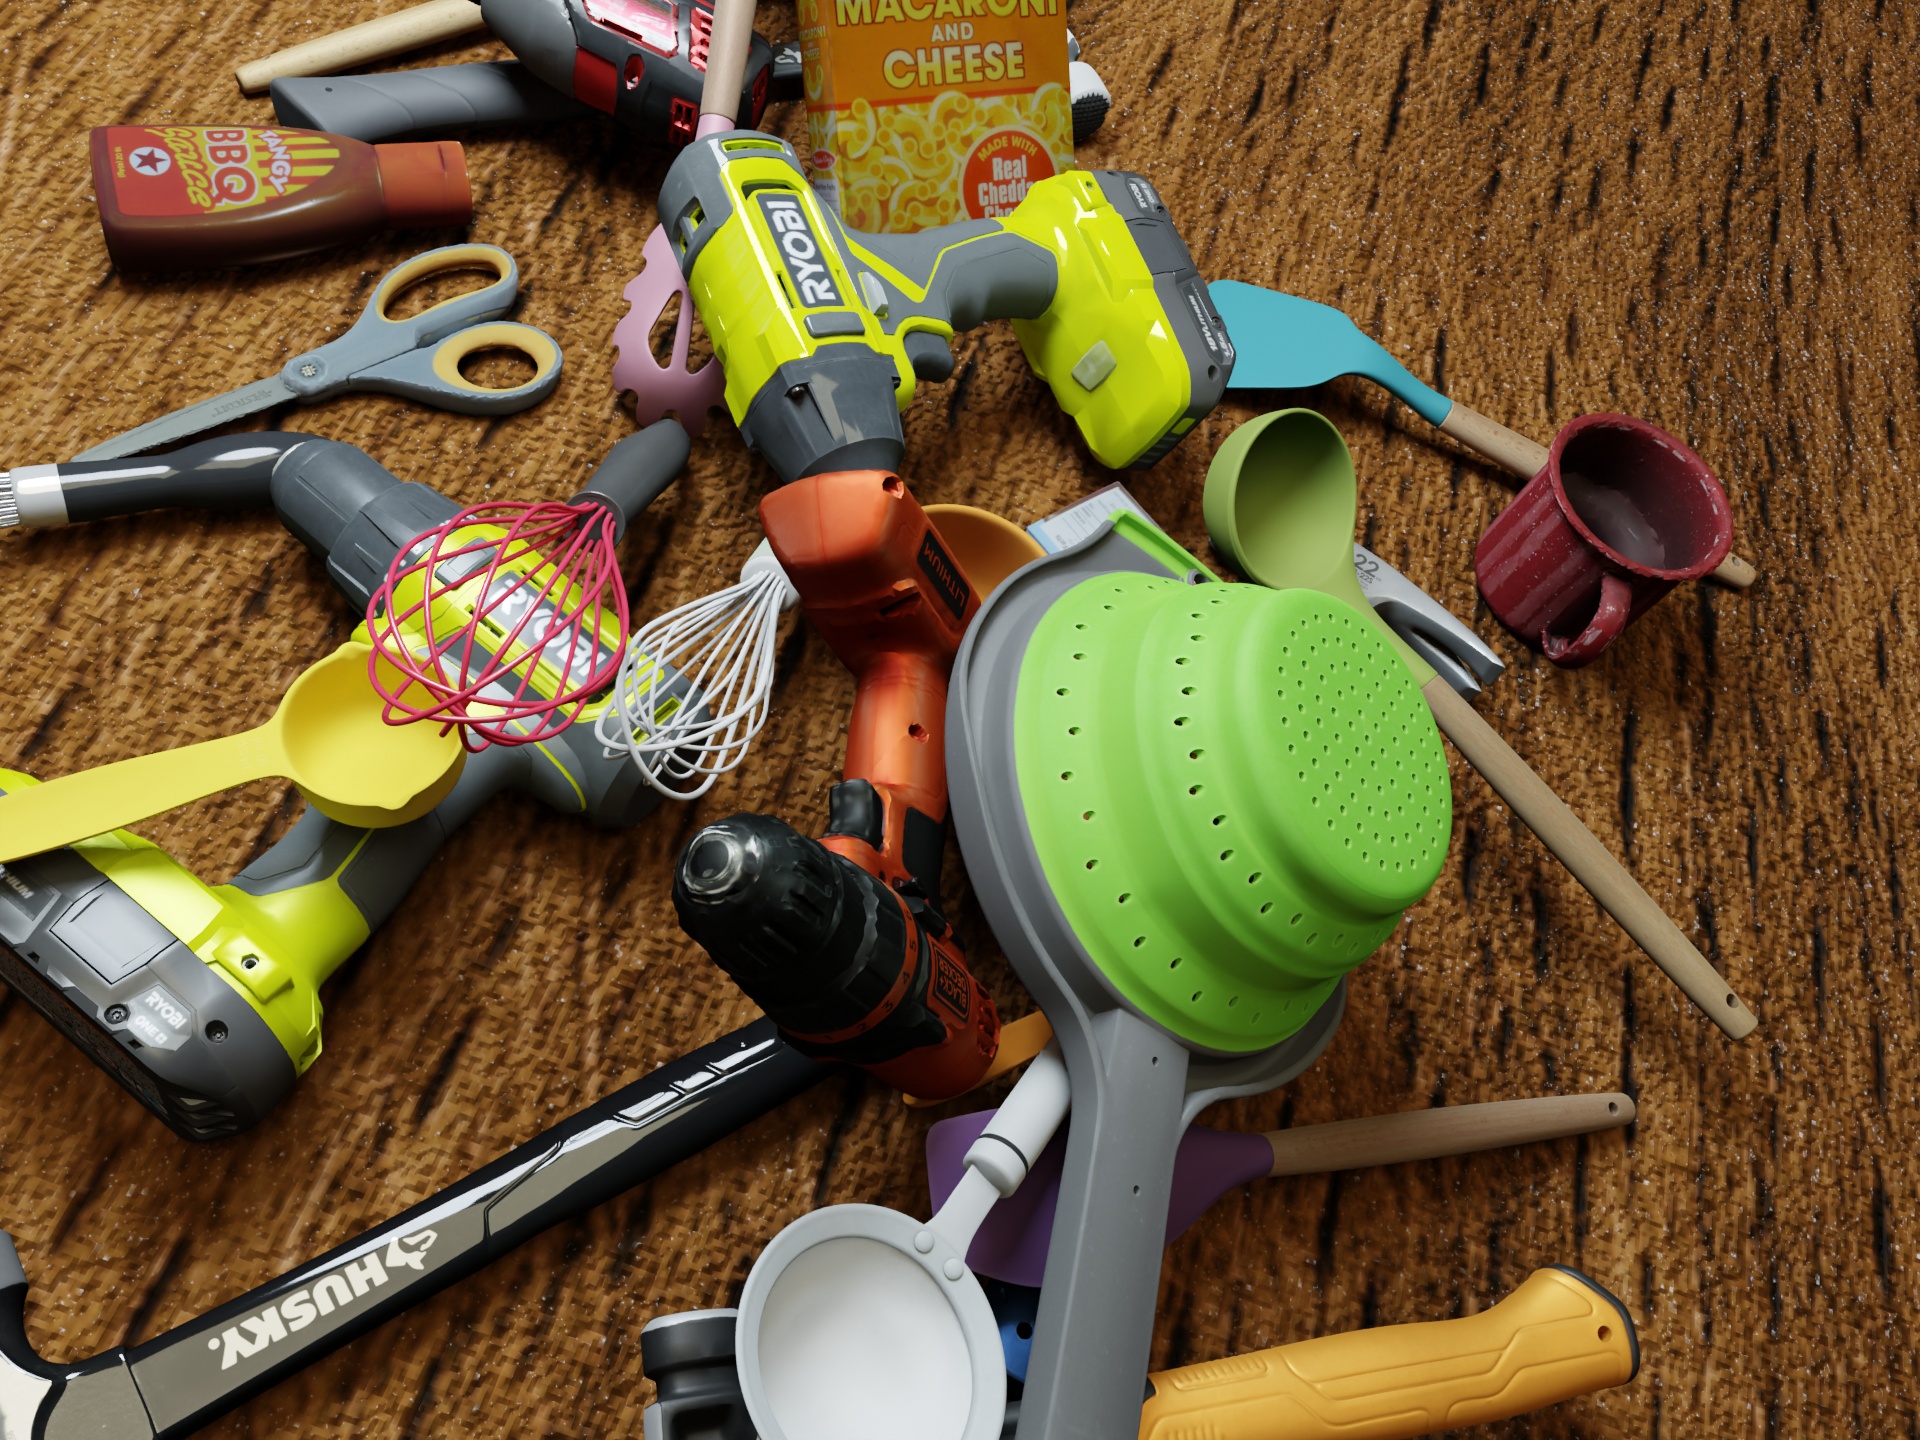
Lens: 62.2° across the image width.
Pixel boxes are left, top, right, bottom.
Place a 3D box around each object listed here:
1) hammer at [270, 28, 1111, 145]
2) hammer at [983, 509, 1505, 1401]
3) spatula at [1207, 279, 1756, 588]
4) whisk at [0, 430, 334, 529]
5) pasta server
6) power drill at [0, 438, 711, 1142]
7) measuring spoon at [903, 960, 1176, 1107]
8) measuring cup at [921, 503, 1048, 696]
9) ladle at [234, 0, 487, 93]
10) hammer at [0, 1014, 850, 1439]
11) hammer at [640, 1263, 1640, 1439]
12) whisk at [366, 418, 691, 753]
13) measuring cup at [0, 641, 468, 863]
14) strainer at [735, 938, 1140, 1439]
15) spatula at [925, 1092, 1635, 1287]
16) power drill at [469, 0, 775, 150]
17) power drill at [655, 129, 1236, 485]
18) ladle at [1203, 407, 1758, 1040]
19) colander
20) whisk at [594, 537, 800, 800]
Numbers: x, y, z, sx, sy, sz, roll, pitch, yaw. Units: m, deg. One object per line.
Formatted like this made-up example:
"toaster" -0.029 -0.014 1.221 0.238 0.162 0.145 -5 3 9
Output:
"hammer" -0.129 -0.330 0.797 0.409 0.036 0.149 -17 67 -23
"hammer" 0.105 0.075 0.638 0.144 0.035 0.406 29 58 1
"spatula" 0.263 -0.139 0.811 0.317 0.044 0.082 27 57 -6
"whisk" -0.372 -0.077 0.579 0.284 0.070 0.070 -13 66 -27
"pasta server" -0.101 -0.282 0.684 0.060 0.040 0.316 9 90 -11
"power drill" -0.227 0.010 0.557 0.190 0.080 0.228 38 56 6
"measuring spoon" 0.032 0.116 0.579 0.117 0.011 0.021 -27 33 7
"measuring cup" -0.001 -0.002 0.642 0.095 0.052 0.174 2 63 -15
"ladle" -0.207 -0.365 0.795 0.315 0.031 0.069 -30 40 -24
"hammer" -0.142 0.161 0.521 0.335 0.035 0.146 -25 70 -26
"hammer" 0.073 0.230 0.504 0.336 0.034 0.127 -3 63 -18
"whisk" -0.135 -0.064 0.560 0.073 0.073 0.296 18 23 -6
"measuring cup" -0.231 0.021 0.492 0.156 0.029 0.062 -17 67 -18
"strainer" 0.007 0.146 0.492 0.087 0.050 0.258 45 48 -1
"spatula" 0.131 0.159 0.581 0.315 0.018 0.060 0 71 -27
"power drill" -0.131 -0.375 0.753 0.143 0.078 0.220 23 65 -5
"power drill" 0.001 -0.160 0.669 0.223 0.080 0.171 -13 73 -36
"ladle" 0.217 0.000 0.658 0.078 0.062 0.320 -35 78 -26
"colander" 0.083 0.086 0.497 0.204 0.094 0.397 35 51 -28
"whisk" -0.075 -0.049 0.604 0.058 0.059 0.246 -13 26 20
